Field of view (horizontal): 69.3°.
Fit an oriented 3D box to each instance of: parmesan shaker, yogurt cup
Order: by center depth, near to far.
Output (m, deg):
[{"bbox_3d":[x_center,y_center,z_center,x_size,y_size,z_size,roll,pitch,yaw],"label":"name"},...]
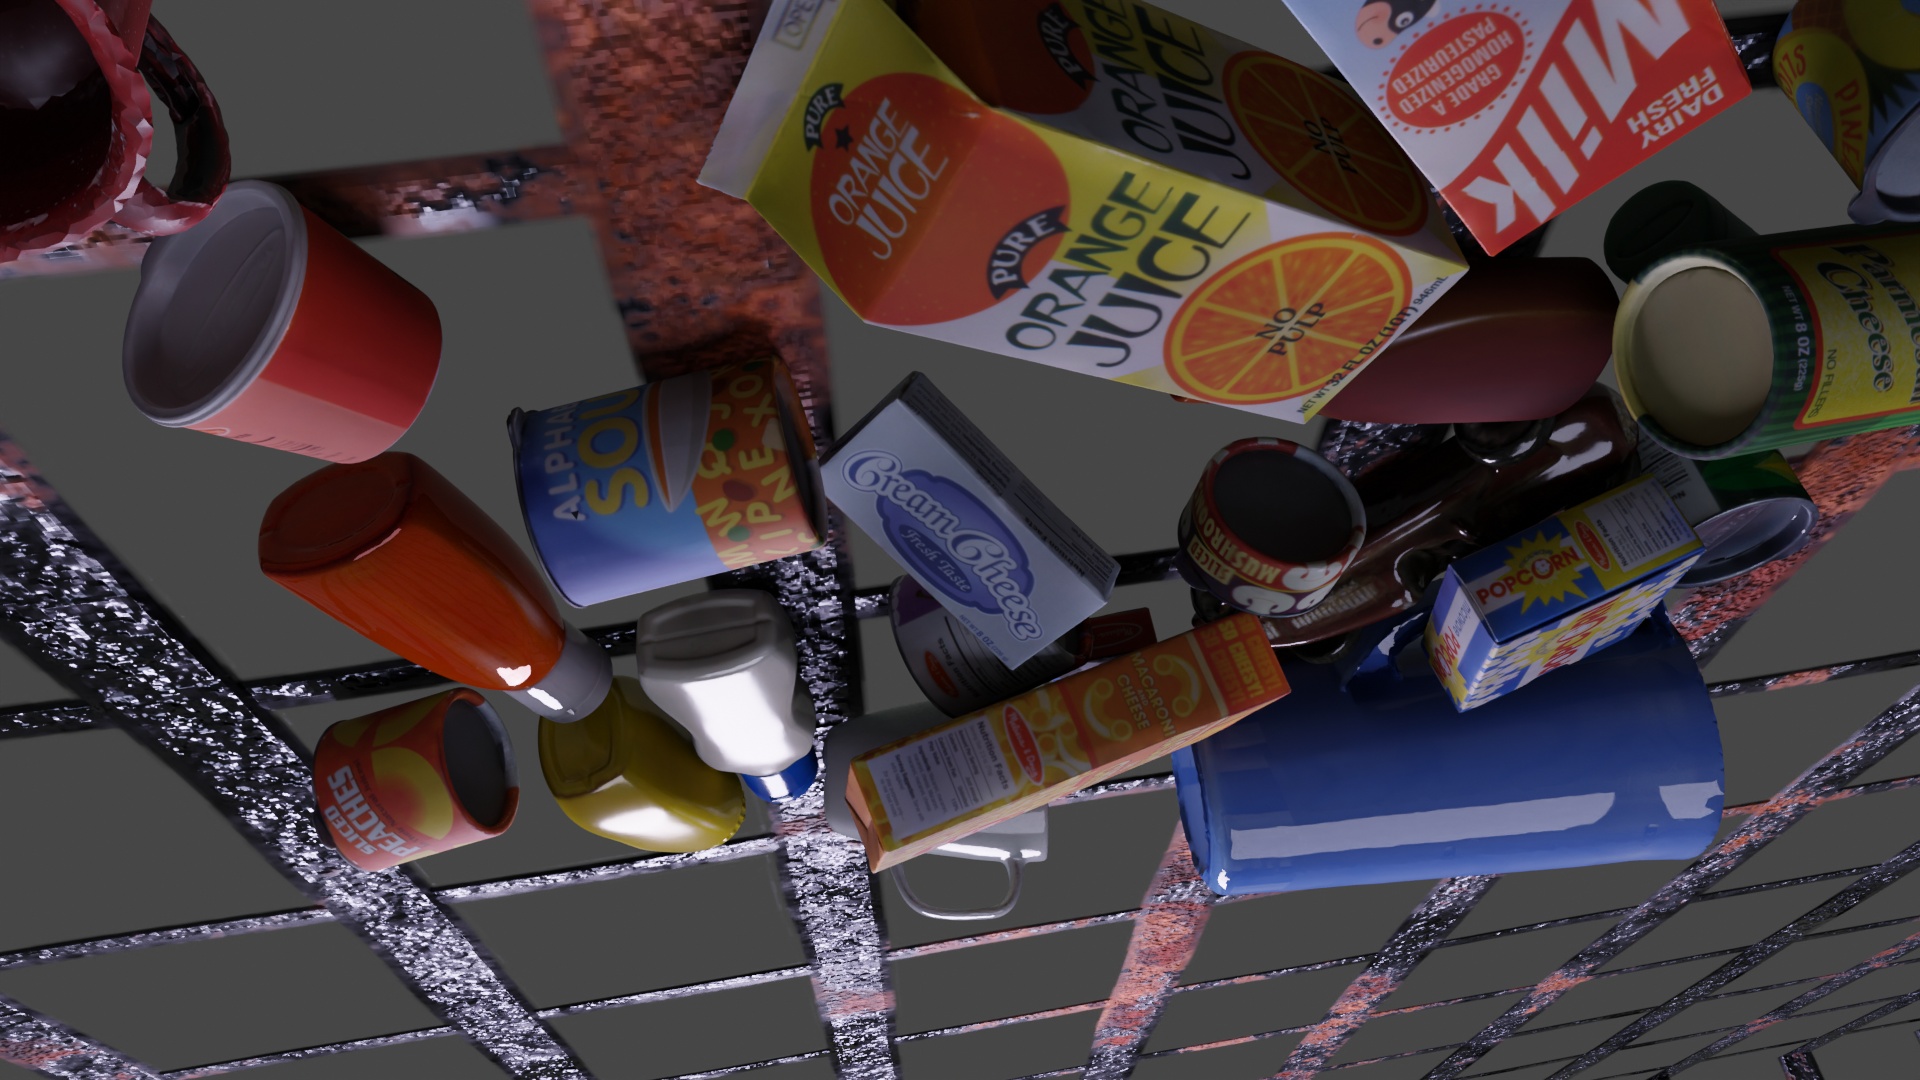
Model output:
[{"bbox_3d":[-0.179,-0.054,0.374,0.072,0.072,0.054,-26,152,20],"label":"yogurt cup"},{"bbox_3d":[0.266,-0.060,0.427,0.103,0.071,0.071,-10,148,-16],"label":"parmesan shaker"}]

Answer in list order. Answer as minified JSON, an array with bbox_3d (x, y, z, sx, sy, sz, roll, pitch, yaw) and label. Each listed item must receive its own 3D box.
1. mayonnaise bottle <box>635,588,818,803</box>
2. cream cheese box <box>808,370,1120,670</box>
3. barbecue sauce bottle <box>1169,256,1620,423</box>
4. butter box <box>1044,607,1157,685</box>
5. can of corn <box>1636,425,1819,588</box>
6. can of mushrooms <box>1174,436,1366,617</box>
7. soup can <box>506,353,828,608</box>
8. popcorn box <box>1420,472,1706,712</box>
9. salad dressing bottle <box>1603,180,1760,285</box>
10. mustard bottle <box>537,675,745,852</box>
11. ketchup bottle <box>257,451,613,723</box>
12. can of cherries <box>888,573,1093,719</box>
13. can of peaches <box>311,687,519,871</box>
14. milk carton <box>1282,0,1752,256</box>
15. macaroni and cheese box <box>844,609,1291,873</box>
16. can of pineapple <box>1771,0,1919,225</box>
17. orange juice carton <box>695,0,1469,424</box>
[{"bbox_3d":[-0.095,0.074,0.616,0.065,0.041,0.147,-10,148,0],"label":"mayonnaise bottle"},{"bbox_3d":[0.002,-0.006,0.490,0.103,0.024,0.053,44,125,-10],"label":"cream cheese box"},{"bbox_3d":[0.144,-0.067,0.475,0.149,0.044,0.064,-3,147,-12],"label":"barbecue sauce bottle"},{"bbox_3d":[0.067,0.071,0.677,0.053,0.024,0.103,-11,147,-1],"label":"butter box"},{"bbox_3d":[0.313,-0.021,0.583,0.071,0.058,0.070,-8,147,-5],"label":"can of corn"},{"bbox_3d":[0.118,-0.005,0.537,0.071,0.071,0.033,-2,145,-14],"label":"can of mushrooms"},{"bbox_3d":[-0.092,-0.022,0.448,0.084,0.071,0.071,-14,147,2],"label":"soup can"},{"bbox_3d":[0.242,0.025,0.572,0.085,0.038,0.126,-26,157,3],"label":"popcorn box"},{"bbox_3d":[0.285,-0.084,0.495,0.148,0.044,0.064,17,139,-34],"label":"salad dressing bottle"},{"bbox_3d":[-0.136,0.114,0.644,0.049,0.065,0.159,-21,150,6],"label":"mustard bottle"},{"bbox_3d":[-0.181,0.025,0.510,0.064,0.044,0.148,-17,147,10],"label":"ketchup bottle"},{"bbox_3d":[0.013,0.030,0.564,0.058,0.072,0.071,-28,144,22],"label":"can of cherries"},{"bbox_3d":[-0.229,0.102,0.587,0.058,0.071,0.071,-17,147,6],"label":"can of peaches"},{"bbox_3d":[0.125,-0.136,0.334,0.072,0.074,0.190,-34,141,27],"label":"milk carton"},{"bbox_3d":[0.037,0.084,0.572,0.167,0.040,0.123,-20,167,-12],"label":"macaroni and cheese box"},{"bbox_3d":[0.279,-0.135,0.400,0.071,0.058,0.070,-8,147,-5],"label":"can of pineapple"},{"bbox_3d":[0.033,-0.095,0.368,0.193,0.073,0.071,9,142,-28],"label":"orange juice carton"}]
